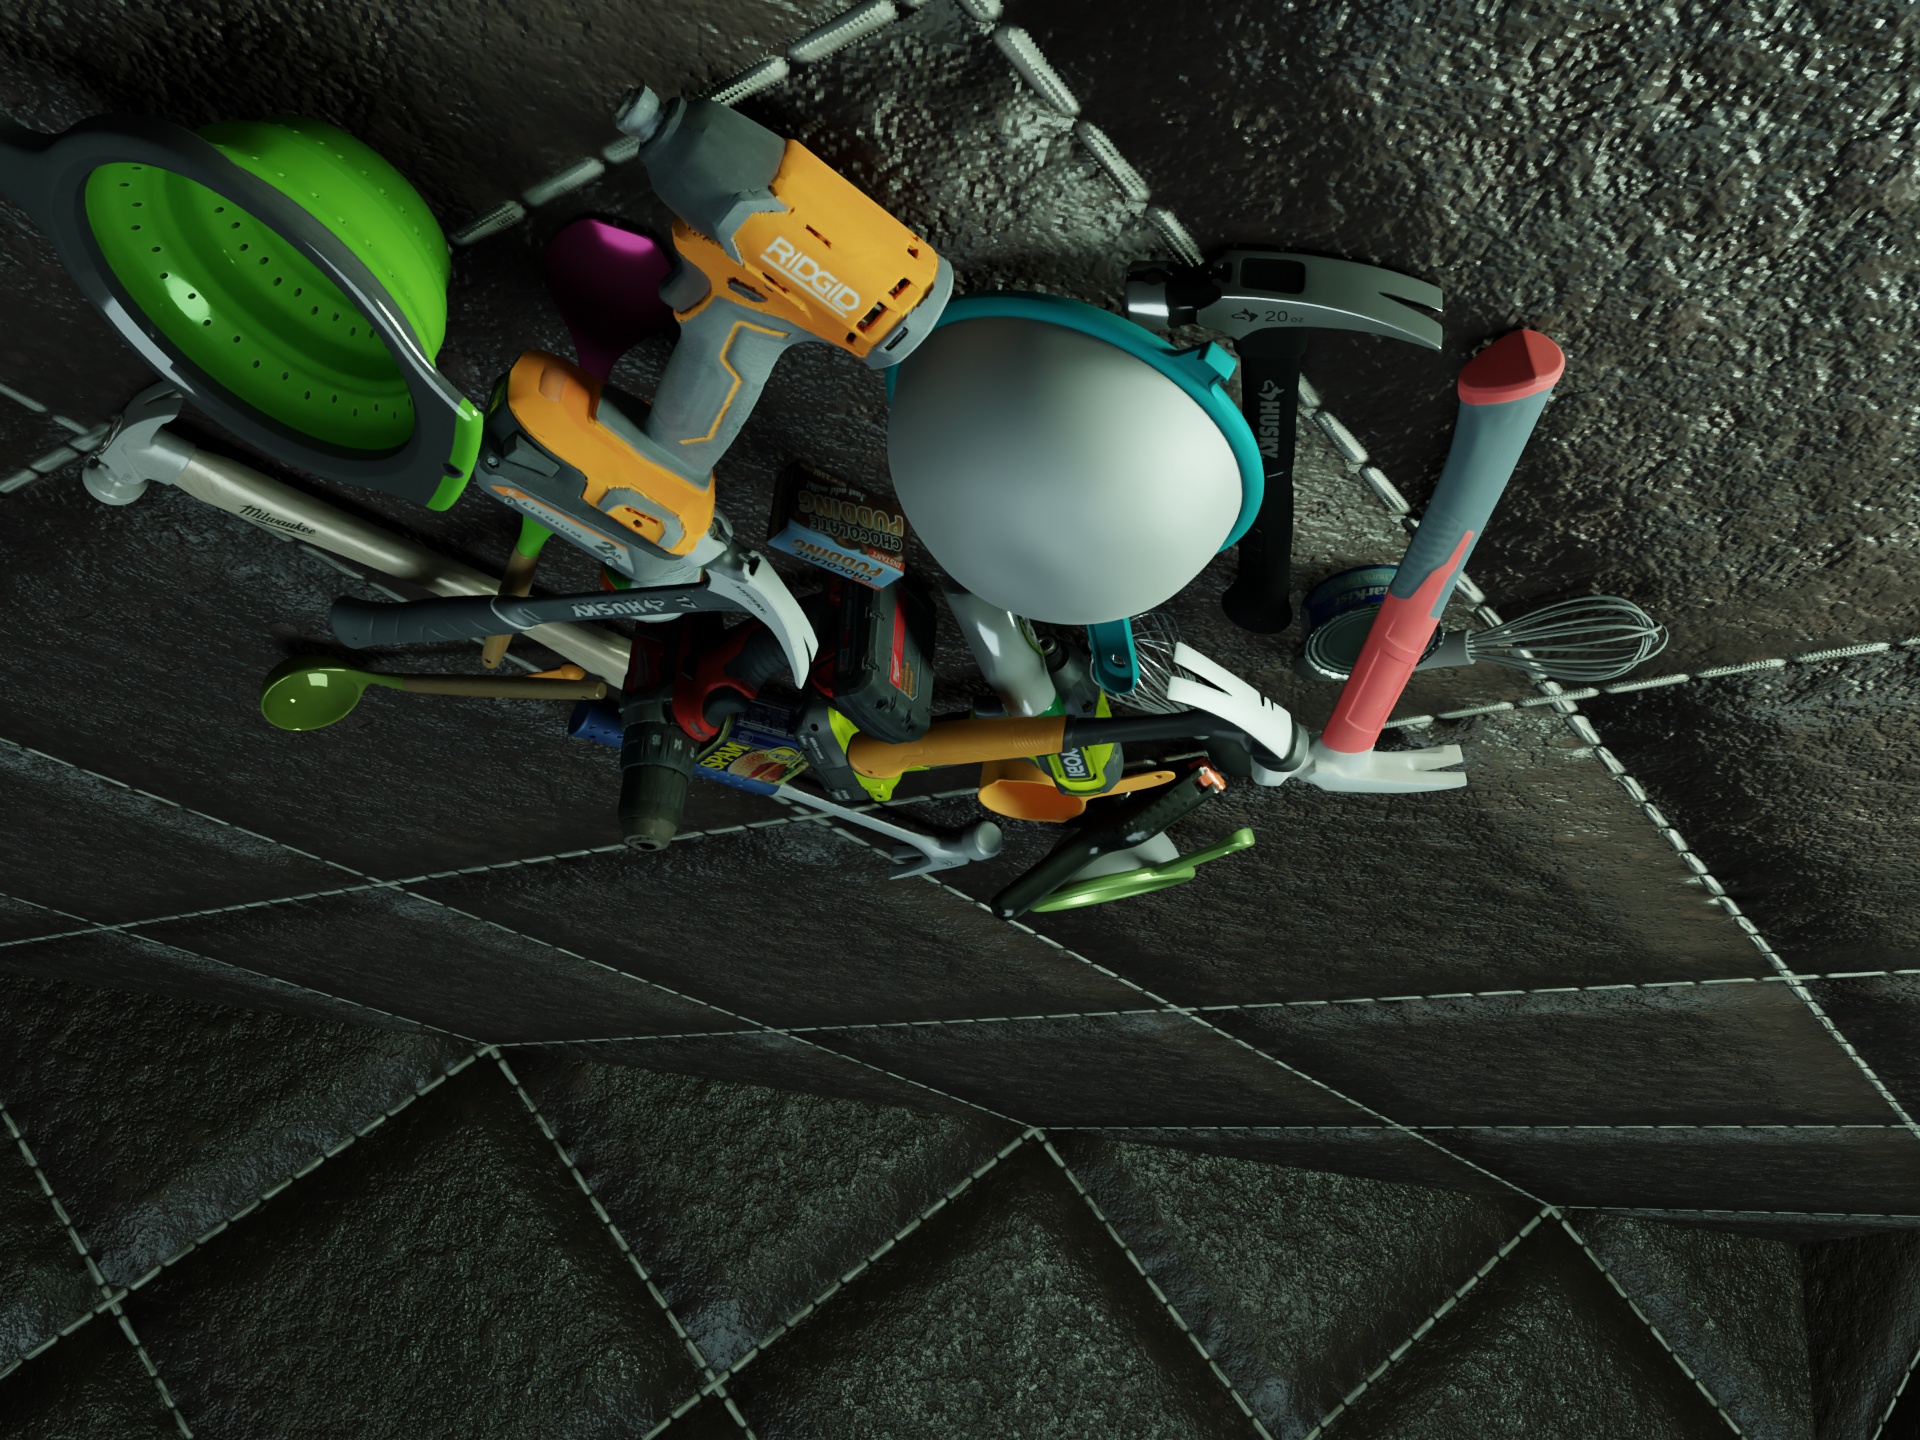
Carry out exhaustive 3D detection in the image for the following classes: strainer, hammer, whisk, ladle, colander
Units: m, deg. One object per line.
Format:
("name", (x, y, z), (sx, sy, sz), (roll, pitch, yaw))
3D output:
("strainer", (0.156, 0.107, 1.372), (0.151, 0.069, 0.256), (-4, 165, -35))
("hammer", (0.278, -0.069, 0.917), (0.143, 0.038, 0.386), (2, 147, -3))
("hammer", (0.045, 0.008, 1.014), (0.337, 0.034, 0.127), (-6, 154, 43))
("whisk", (0.326, -0.045, 1.024), (0.239, 0.055, 0.055), (-5, 153, 35))
("ladle", (-0.421, -0.018, 1.265), (0.320, 0.062, 0.078), (3, 159, 22))
("hammer", (0.174, -0.136, 0.876), (0.146, 0.035, 0.334), (3, 156, 12))
("hammer", (-0.372, -0.110, 1.102), (0.410, 0.038, 0.146), (26, 149, -36))
("colander", (-0.377, -0.257, 0.730), (0.397, 0.094, 0.204), (34, 150, -12))
("hammer", (-0.162, 0.065, 1.431), (0.405, 0.035, 0.144), (23, 152, -31))
("whisk", (0.162, -0.009, 1.144), (0.070, 0.070, 0.284), (-5, 158, 27))
("strainer", (0.055, -0.082, 0.875), (0.211, 0.095, 0.340), (15, 154, 21))
("hammer", (-0.268, -0.069, 1.019), (0.409, 0.036, 0.149), (-1, 147, 35))

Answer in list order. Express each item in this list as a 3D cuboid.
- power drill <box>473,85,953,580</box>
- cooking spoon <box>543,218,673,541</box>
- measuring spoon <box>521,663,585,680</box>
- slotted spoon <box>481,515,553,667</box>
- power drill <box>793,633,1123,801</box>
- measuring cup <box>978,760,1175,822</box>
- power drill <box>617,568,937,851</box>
("power drill", (-0.136, -0.182, 0.752), (0.164, 0.084, 0.226), (32, 127, -30))
("cooking spoon", (-0.214, -0.181, 0.913), (0.068, 0.017, 0.318), (15, 155, -13))
("measuring spoon", (-0.349, -0.029, 1.306), (0.117, 0.011, 0.021), (-12, 149, 38))
("slotted spoon", (-0.284, -0.100, 1.039), (0.070, 0.031, 0.313), (36, 148, -7))
("power drill", (-0.002, -0.004, 1.180), (0.223, 0.080, 0.171), (-3, 147, 15))
("measuring cup", (0.095, 0.036, 1.270), (0.173, 0.052, 0.095), (-12, 150, 34))
("power drill", (-0.135, -0.013, 1.068), (0.227, 0.188, 0.080), (-10, 151, 27))
